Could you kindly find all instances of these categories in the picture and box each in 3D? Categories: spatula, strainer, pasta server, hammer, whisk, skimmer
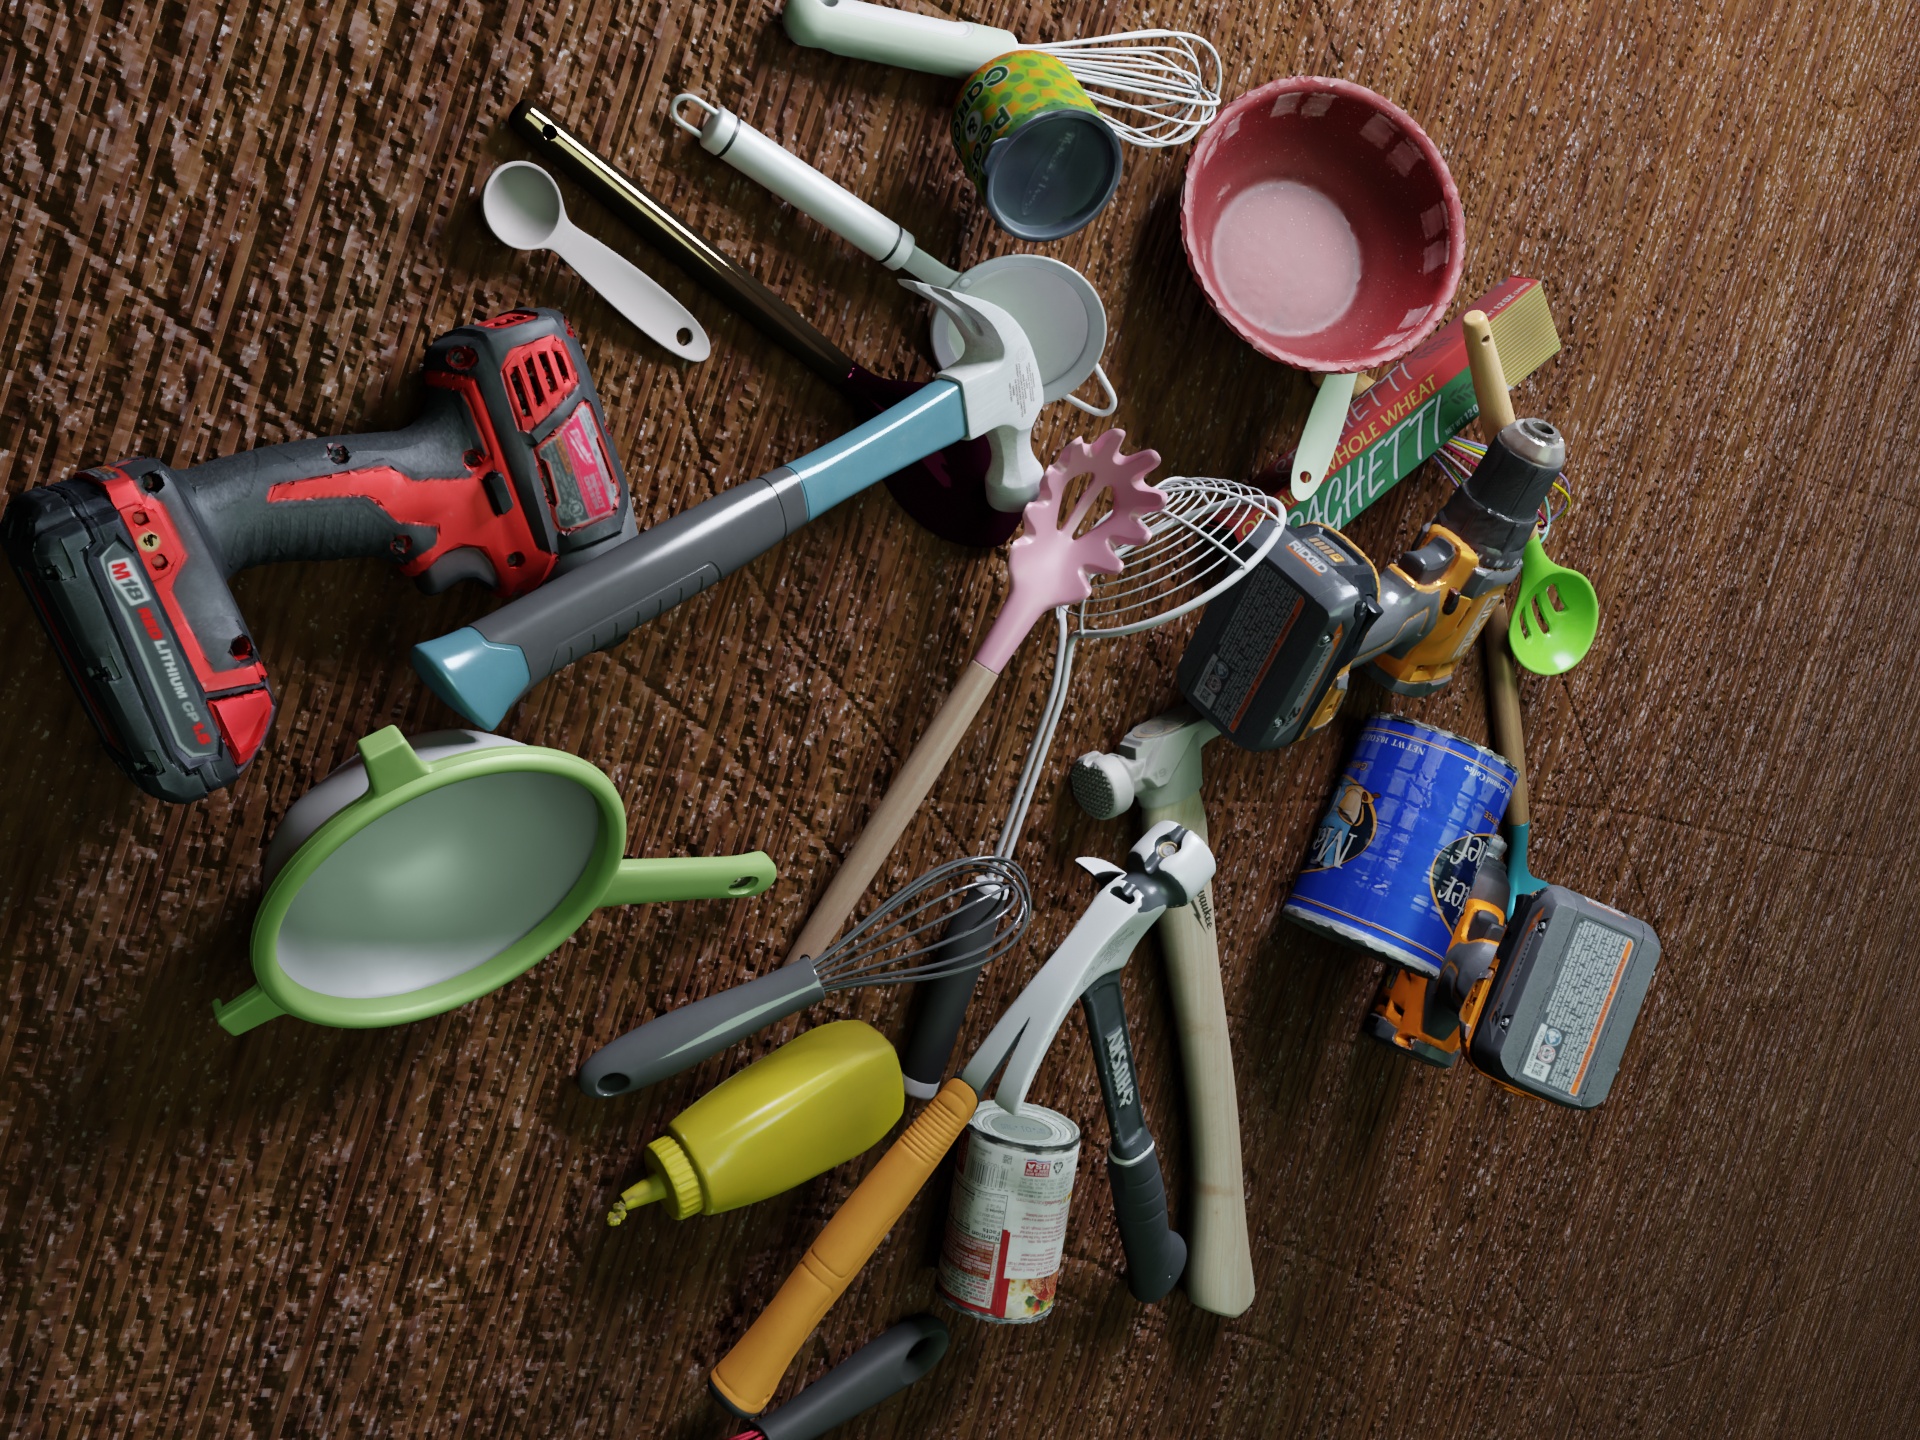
[{"bbox_3d":[0.404,0.050,1.129,0.082,0.044,0.317,-29,116,-31],"label":"spatula"},{"bbox_3d":[-0.024,-0.220,0.748,0.258,0.050,0.087,25,130,-33],"label":"strainer"},{"bbox_3d":[-0.001,-0.003,0.784,0.060,0.040,0.316,32,94,-10],"label":"pasta server"},{"bbox_3d":[-0.082,-0.088,0.677,0.331,0.033,0.128,-36,133,-33],"label":"hammer"},{"bbox_3d":[-0.184,0.052,0.680,0.256,0.069,0.151,5,128,-53],"label":"strainer"},{"bbox_3d":[0.156,0.188,0.983,0.146,0.038,0.410,-22,114,-32],"label":"hammer"},{"bbox_3d":[-0.071,0.127,0.772,0.239,0.055,0.055,-23,115,-14],"label":"whisk"},{"bbox_3d":[0.028,-0.316,0.760,0.246,0.058,0.059,-3,133,-32],"label":"whisk"},{"bbox_3d":[-0.015,0.213,0.814,0.337,0.034,0.127,-52,163,-5],"label":"hammer"},{"bbox_3d":[-0.118,0.381,0.815,0.295,0.073,0.073,-17,111,-39],"label":"whisk"},{"bbox_3d":[0.063,0.040,0.842,0.090,0.127,0.363,16,99,-20],"label":"skimmer"},{"bbox_3d":[0.087,0.223,0.845,0.149,0.036,0.408,-44,145,-24],"label":"hammer"},{"bbox_3d":[0.304,-0.169,1.006,0.244,0.047,0.051,21,89,-34],"label":"whisk"}]

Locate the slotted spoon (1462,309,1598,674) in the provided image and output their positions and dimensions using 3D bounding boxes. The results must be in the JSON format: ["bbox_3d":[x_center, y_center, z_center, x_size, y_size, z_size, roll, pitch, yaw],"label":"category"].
[{"bbox_3d":[0.350,-0.135,0.994,0.070,0.031,0.313,-38,135,-2],"label":"slotted spoon"}]

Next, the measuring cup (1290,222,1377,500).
[{"bbox_3d":[0.214,-0.201,0.913,0.083,0.038,0.167,21,84,-9],"label":"measuring cup"}]

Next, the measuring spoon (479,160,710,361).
[{"bbox_3d":[-0.154,-0.191,0.677,0.124,0.018,0.034,35,80,-44],"label":"measuring spoon"}]

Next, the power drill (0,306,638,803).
[{"bbox_3d":[-0.228,-0.061,0.615,0.219,0.079,0.143,-30,118,-31],"label":"power drill"}]

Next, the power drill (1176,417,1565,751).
[{"bbox_3d":[0.246,-0.081,0.910,0.226,0.084,0.185,-15,141,-39],"label":"power drill"}]

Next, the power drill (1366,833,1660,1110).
[{"bbox_3d":[0.344,0.150,1.009,0.084,0.226,0.164,23,85,-4],"label":"power drill"}]

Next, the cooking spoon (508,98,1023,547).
[{"bbox_3d":[-0.073,-0.175,0.735,0.318,0.017,0.069,33,85,-37],"label":"cooking spoon"}]
